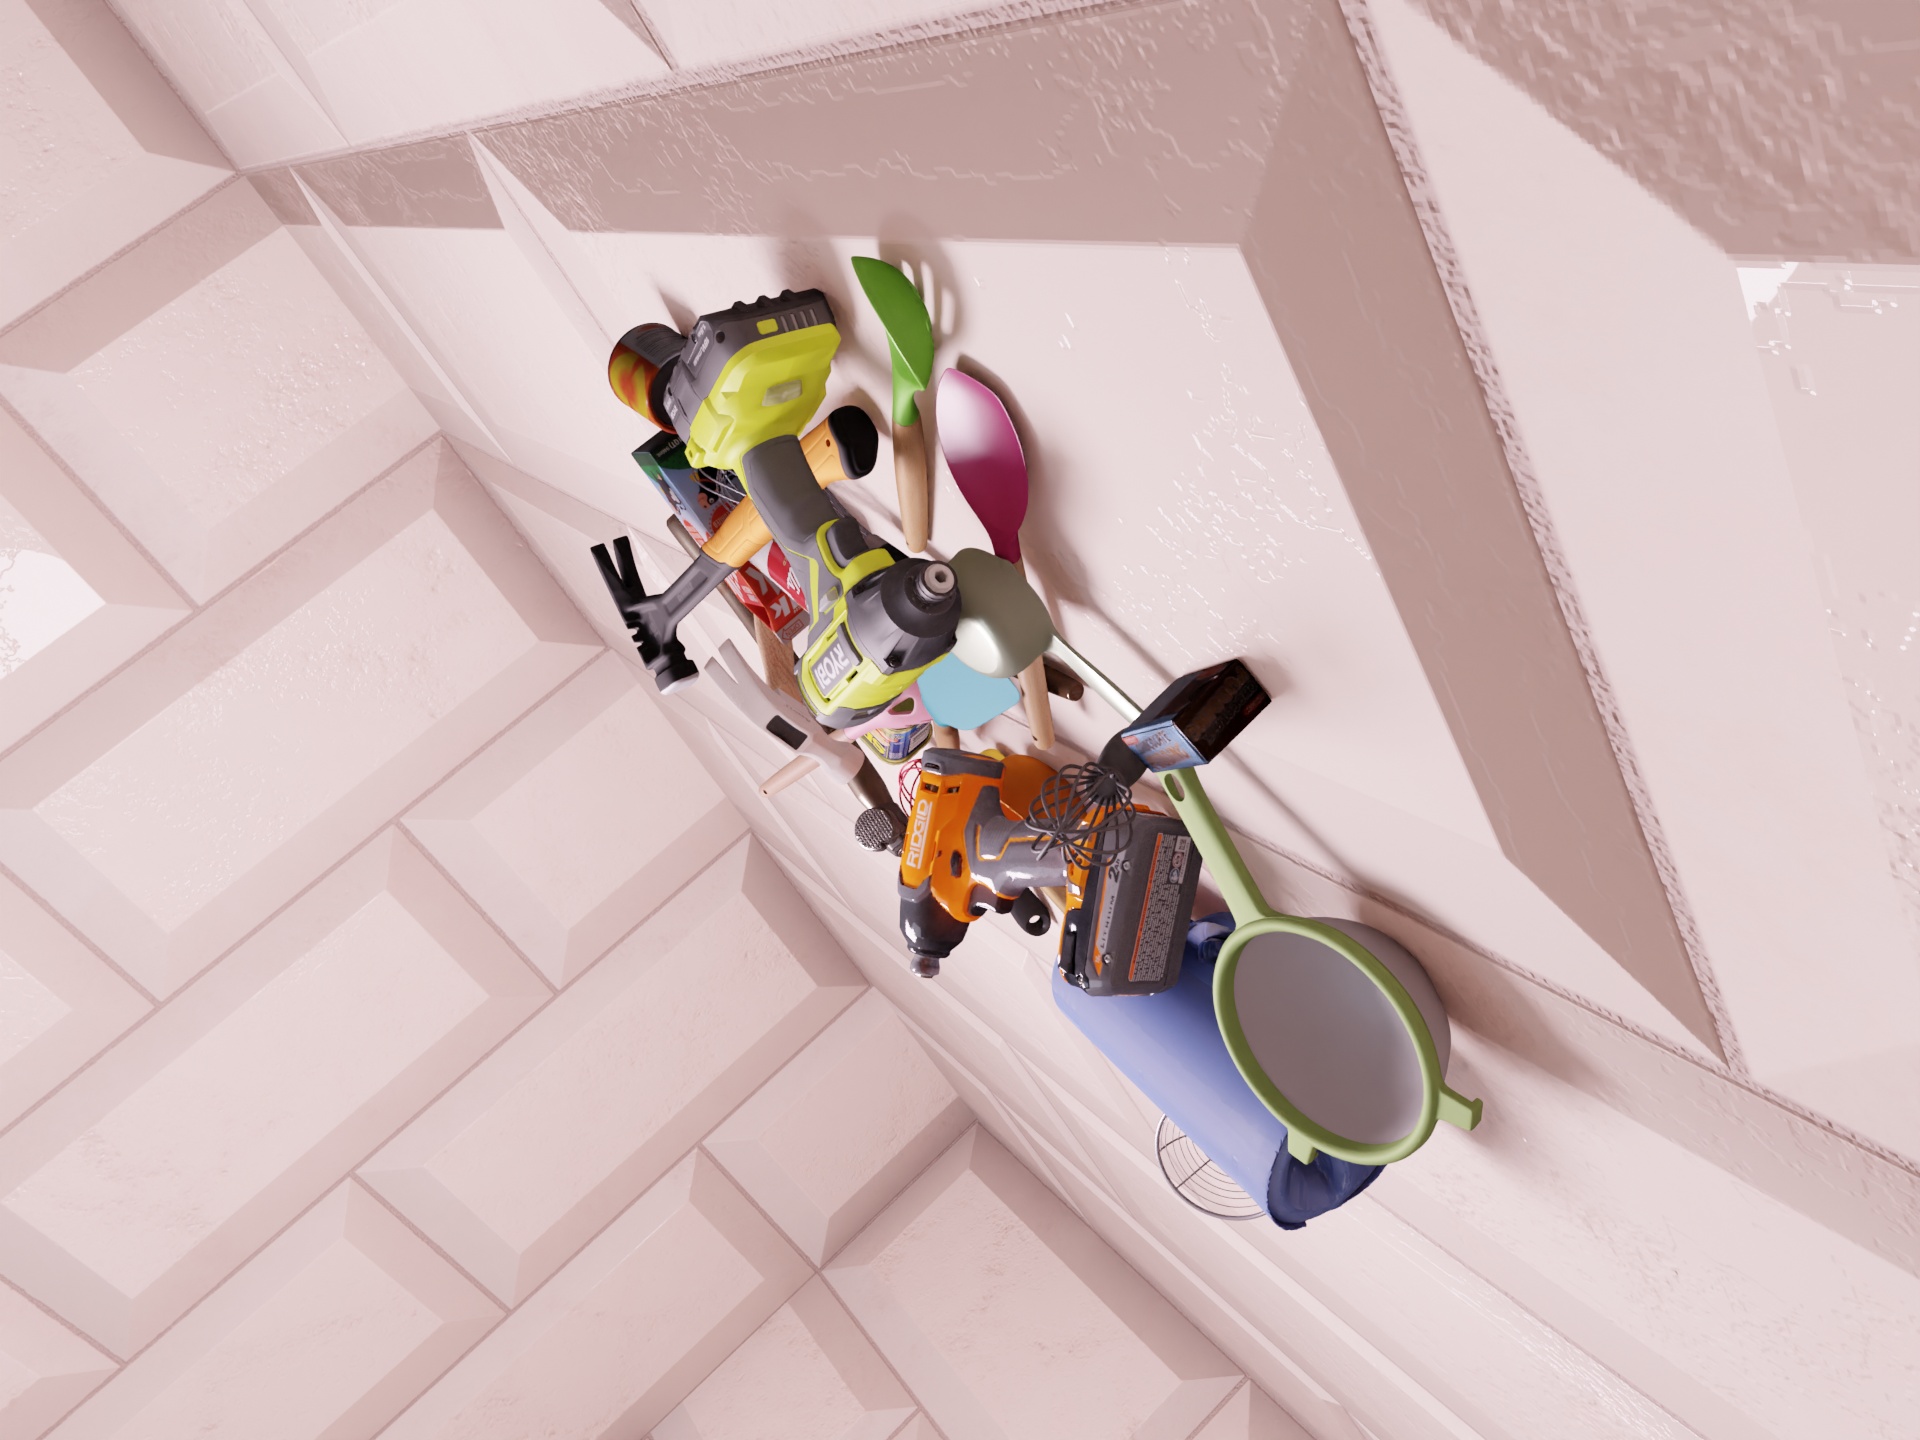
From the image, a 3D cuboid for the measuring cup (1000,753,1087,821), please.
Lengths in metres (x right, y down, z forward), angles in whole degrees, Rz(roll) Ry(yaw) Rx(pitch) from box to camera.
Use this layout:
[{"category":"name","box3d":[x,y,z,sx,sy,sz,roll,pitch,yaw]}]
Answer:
[{"category":"measuring cup","box3d":[0.082,0.078,1.167,0.174,0.052,0.095,22,150,43]}]

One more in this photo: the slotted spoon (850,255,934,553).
[{"category":"slotted spoon","box3d":[-0.030,-0.163,0.900,0.313,0.031,0.070,88,157,-73]}]

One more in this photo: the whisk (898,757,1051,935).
[{"category":"whisk","box3d":[0.022,0.121,1.448,0.073,0.073,0.295,36,167,43]}]

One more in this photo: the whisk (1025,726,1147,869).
[{"category":"whisk","box3d":[0.079,0.032,0.859,0.055,0.055,0.239,49,-162,1]}]

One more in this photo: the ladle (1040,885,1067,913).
[{"category":"ladle","box3d":[0.105,0.174,1.362,0.315,0.031,0.069,49,166,-11]}]

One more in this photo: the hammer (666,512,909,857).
[{"category":"hammer","box3d":[-0.152,-0.042,1.482,0.411,0.038,0.146,54,-168,19]}]

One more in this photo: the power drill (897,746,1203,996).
[{"category":"power drill","box3d":[0.045,0.116,1.075,0.084,0.164,0.227,9,-177,-44]}]

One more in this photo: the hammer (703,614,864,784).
[{"category":"hammer","box3d":[-0.155,-0.059,1.323,0.130,0.031,0.332,36,-167,-23]}]

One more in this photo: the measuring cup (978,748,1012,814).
[{"category":"measuring cup","box3d":[0.033,0.052,1.313,0.062,0.029,0.156,52,179,4]}]

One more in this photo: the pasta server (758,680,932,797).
[{"category":"pasta server","box3d":[-0.096,0.013,1.315,0.060,0.040,0.316,56,145,-1]}]

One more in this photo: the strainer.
[{"category":"strainer","box3d":[0.194,0.121,0.898,0.256,0.069,0.151,62,145,7]}]

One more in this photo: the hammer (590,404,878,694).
[{"category":"hammer","box3d":[-0.156,-0.130,1.090,0.337,0.034,0.127,-31,85,51]}]

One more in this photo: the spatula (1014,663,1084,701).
[{"category":"spatula","box3d":[-0.009,-0.064,1.120,0.316,0.018,0.059,30,139,54]}]

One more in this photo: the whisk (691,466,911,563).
[{"category":"whisk","box3d":[-0.082,-0.129,1.093,0.285,0.070,0.070,36,162,28]}]

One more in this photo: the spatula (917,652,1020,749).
[{"category":"spatula","box3d":[-0.002,-0.004,1.146,0.082,0.044,0.317,48,173,8]}]

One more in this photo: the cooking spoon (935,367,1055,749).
[{"category":"cooking spoon","box3d":[0.031,-0.079,0.919,0.069,0.017,0.318,37,158,31]}]

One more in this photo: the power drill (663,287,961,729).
[{"category":"power drill","box3d":[-0.078,-0.121,0.899,0.223,0.080,0.171,63,152,7]}]

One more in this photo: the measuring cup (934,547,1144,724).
[{"category":"measuring cup","box3d":[0.046,-0.029,0.898,0.168,0.038,0.083,42,159,15]}]

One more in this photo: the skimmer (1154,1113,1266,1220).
[{"category":"skimmer","box3d":[0.208,0.301,1.285,0.127,0.090,0.362,8,147,18]}]
